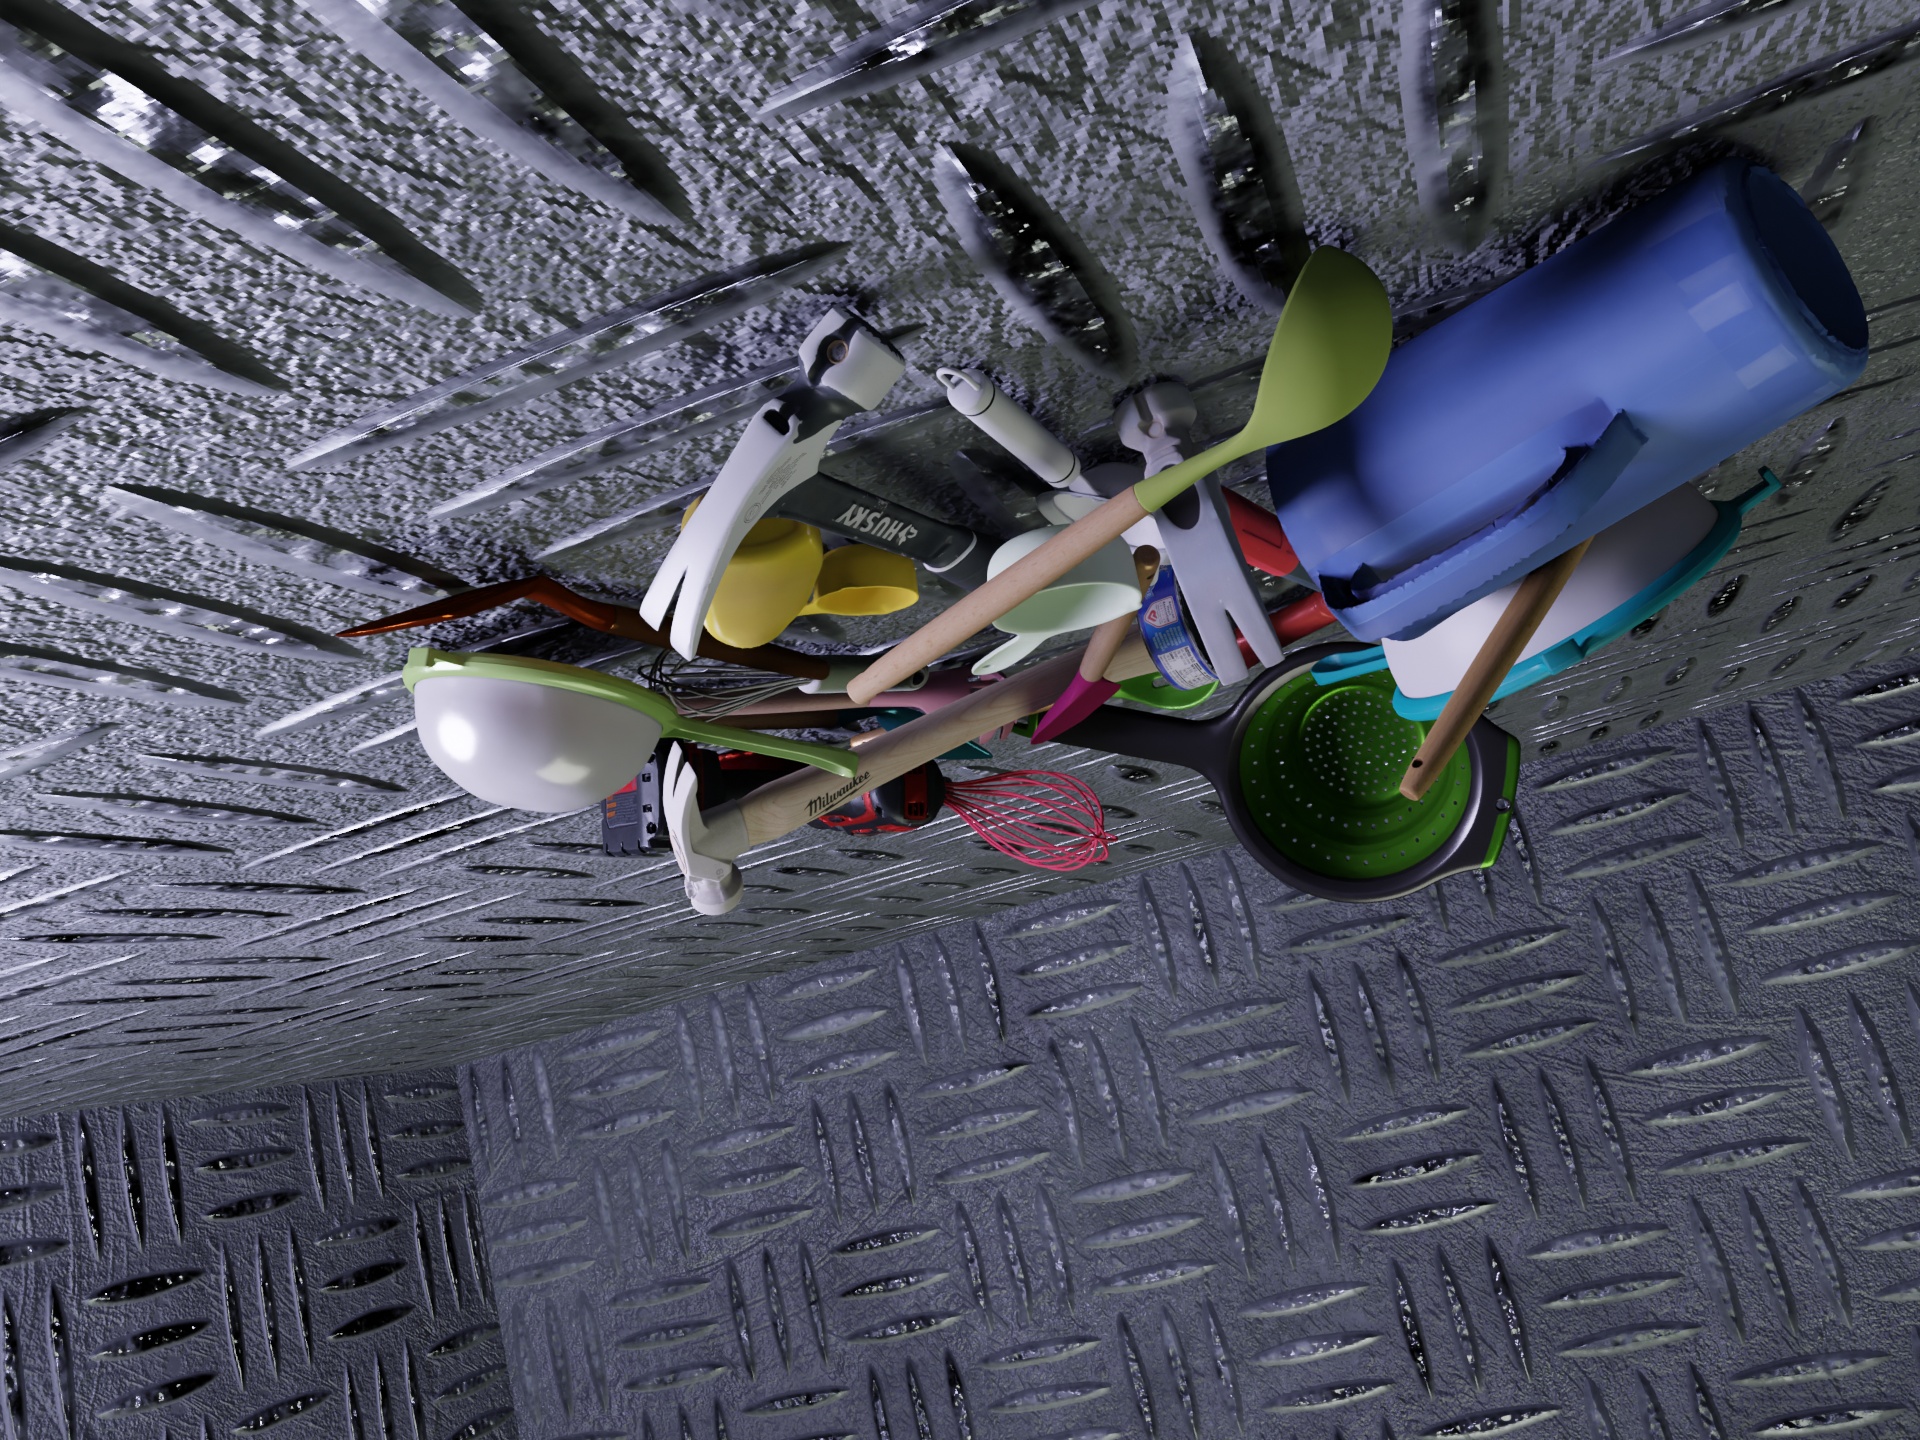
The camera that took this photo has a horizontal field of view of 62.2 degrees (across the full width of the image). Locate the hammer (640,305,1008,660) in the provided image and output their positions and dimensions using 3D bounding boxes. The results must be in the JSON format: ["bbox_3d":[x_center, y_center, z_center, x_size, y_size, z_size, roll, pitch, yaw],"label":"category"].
[{"bbox_3d":[-0.015,-0.082,0.784,0.149,0.036,0.408,-50,163,11],"label":"hammer"}]

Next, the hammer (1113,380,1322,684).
[{"bbox_3d":[0.186,-0.084,0.900,0.038,0.143,0.386,-24,169,23],"label":"hammer"}]

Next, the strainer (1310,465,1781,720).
[{"bbox_3d":[0.294,-0.086,0.957,0.211,0.095,0.340,-36,-174,-21],"label":"strainer"}]

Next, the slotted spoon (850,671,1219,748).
[{"bbox_3d":[0.053,-0.016,1.238,0.314,0.070,0.031,-14,-162,23],"label":"slotted spoon"}]

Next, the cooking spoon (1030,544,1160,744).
[{"bbox_3d":[0.083,-0.039,0.955,0.069,0.017,0.318,-29,168,-12],"label":"cooking spoon"}]

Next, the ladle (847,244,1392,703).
[{"bbox_3d":[0.055,-0.097,0.718,0.320,0.062,0.078,-32,180,31],"label":"ladle"}]

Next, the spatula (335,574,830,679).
[{"bbox_3d":[-0.171,-0.041,0.842,0.081,0.041,0.322,-6,170,32],"label":"spatula"}]

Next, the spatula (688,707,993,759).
[{"bbox_3d":[-0.112,0.008,1.152,0.317,0.044,0.082,0,179,-45],"label":"spatula"}]

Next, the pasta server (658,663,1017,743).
[{"bbox_3d":[-0.092,-0.012,1.096,0.316,0.060,0.040,-3,152,-28],"label":"pasta server"}]

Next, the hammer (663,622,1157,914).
[{"bbox_3d":[-0.002,-0.003,1.063,0.410,0.038,0.146,-24,144,-19],"label":"hammer"}]

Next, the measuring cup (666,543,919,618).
[{"bbox_3d":[-0.099,-0.073,0.876,0.156,0.029,0.062,-5,169,16],"label":"measuring cup"}]

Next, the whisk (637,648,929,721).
[{"bbox_3d":[-0.103,-0.029,1.011,0.059,0.058,0.246,19,-166,36],"label":"whisk"}]

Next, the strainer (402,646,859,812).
[{"bbox_3d":[-0.185,0.024,0.890,0.256,0.069,0.151,11,166,-13],"label":"strainer"}]

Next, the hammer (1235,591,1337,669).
[{"bbox_3d":[0.315,-0.106,1.128,0.149,0.037,0.359,1,162,-33],"label":"hammer"}]

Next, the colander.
[{"bbox_3d":[0.229,0.016,1.253,0.397,0.204,0.094,11,-161,15],"label":"colander"}]

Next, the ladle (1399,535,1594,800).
[{"bbox_3d":[0.304,-0.090,0.792,0.031,0.315,0.069,42,167,-32],"label":"ladle"}]

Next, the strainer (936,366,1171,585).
[{"bbox_3d":[0.053,-0.122,0.770,0.087,0.050,0.258,15,176,29],"label":"strainer"}]

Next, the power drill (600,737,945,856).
[{"bbox_3d":[-0.146,0.057,1.167,0.226,0.080,0.188,1,174,-29],"label":"power drill"}]

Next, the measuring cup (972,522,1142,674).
[{"bbox_3d":[0.036,-0.061,0.838,0.083,0.038,0.167,-3,167,-20],"label":"measuring cup"}]

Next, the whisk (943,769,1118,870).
[{"bbox_3d":[0.000,0.057,1.208,0.296,0.073,0.073,13,-170,44],"label":"whisk"}]
